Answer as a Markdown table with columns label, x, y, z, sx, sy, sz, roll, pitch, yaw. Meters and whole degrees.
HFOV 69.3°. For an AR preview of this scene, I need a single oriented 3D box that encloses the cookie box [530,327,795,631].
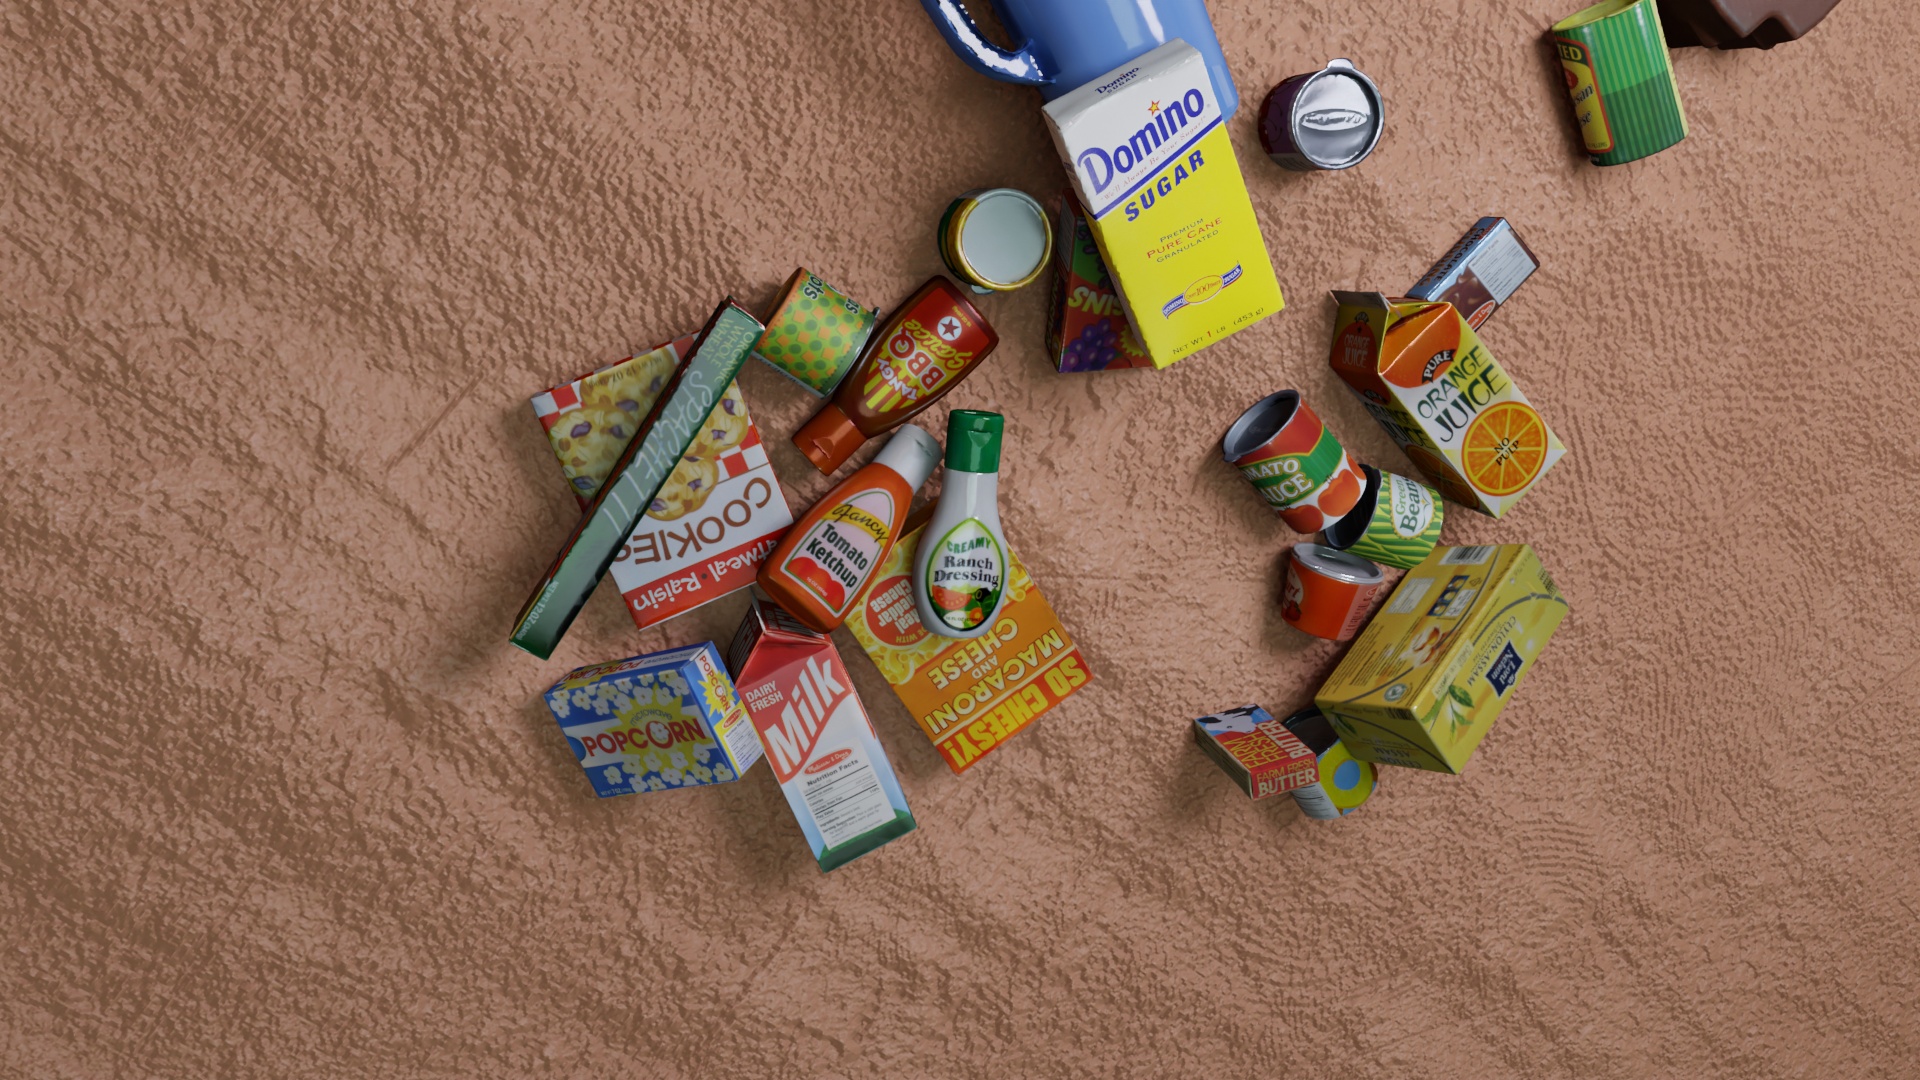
| label | x | y | z | sx | sy | sz | roll | pitch | yaw |
| --- | --- | --- | --- | --- | --- | --- | --- | --- | --- |
| cookie box | -0.187 | -0.041 | 0.910 | 0.123 | 0.040 | 0.167 | -23 | 106 | -6 |

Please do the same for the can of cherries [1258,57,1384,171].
| label | x | y | z | sx | sy | sz | roll | pitch | yaw |
| --- | --- | --- | --- | --- | --- | --- | --- | --- | --- |
| can of cherries | 0.243 | -0.286 | 0.939 | 0.071 | 0.058 | 0.071 | -3 | 104 | -11 |

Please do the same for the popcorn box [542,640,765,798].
| label | x | y | z | sx | sy | sz | roll | pitch | yaw |
| --- | --- | --- | --- | --- | --- | --- | --- | --- | --- |
| popcorn box | -0.200 | 0.119 | 0.909 | 0.126 | 0.038 | 0.085 | -13 | 110 | 30 |

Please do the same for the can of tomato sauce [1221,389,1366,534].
| label | x | y | z | sx | sy | sz | roll | pitch | yaw |
| --- | --- | --- | --- | --- | --- | --- | --- | --- | --- |
| can of tomato sauce | 0.236 | -0.054 | 0.987 | 0.071 | 0.071 | 0.083 | -45 | 109 | 1 |

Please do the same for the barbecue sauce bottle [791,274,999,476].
| label | x | y | z | sx | sy | sz | roll | pitch | yaw |
| --- | --- | --- | --- | --- | --- | --- | --- | --- | --- |
| barbecue sauce bottle | -0.047 | -0.105 | 0.923 | 0.148 | 0.044 | 0.065 | -43 | 101 | 0 |

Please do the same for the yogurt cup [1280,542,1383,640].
| label | x | y | z | sx | sy | sz | roll | pitch | yaw |
| --- | --- | --- | --- | --- | --- | --- | --- | --- | --- |
| yogurt cup | 0.269 | 0.038 | 1.019 | 0.072 | 0.072 | 0.053 | 9 | 109 | -14 |

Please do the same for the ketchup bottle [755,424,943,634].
| label | x | y | z | sx | sy | sz | roll | pitch | yaw |
| --- | --- | --- | --- | --- | --- | --- | --- | --- | --- |
| ketchup bottle | -0.067 | -0.012 | 0.915 | 0.064 | 0.043 | 0.149 | 43 | 66 | -14 |

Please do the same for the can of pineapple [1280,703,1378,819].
| label | x | y | z | sx | sy | sz | roll | pitch | yaw |
| --- | --- | --- | --- | --- | --- | --- | --- | --- | --- |
| can of pineapple | 0.274 | 0.166 | 1.048 | 0.071 | 0.071 | 0.057 | -36 | 108 | -2 |

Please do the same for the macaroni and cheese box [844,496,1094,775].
| label | x | y | z | sx | sy | sz | roll | pitch | yaw |
| --- | --- | --- | --- | --- | --- | --- | --- | --- | --- |
| macaroni and cheese box | -0.001 | 0.062 | 0.975 | 0.124 | 0.040 | 0.166 | -35 | 107 | -3 |

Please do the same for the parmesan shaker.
| label | x | y | z | sx | sy | sz | roll | pitch | yaw |
| --- | --- | --- | --- | --- | --- | --- | --- | --- | --- |
| parmesan shaker | 0.463 | -0.322 | 0.973 | 0.071 | 0.071 | 0.102 | -27 | 108 | -5 |

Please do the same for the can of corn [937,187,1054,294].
| label | x | y | z | sx | sy | sz | roll | pitch | yaw |
| --- | --- | --- | --- | --- | --- | --- | --- | --- | --- |
| can of corn | 0.023 | -0.195 | 0.910 | 0.071 | 0.058 | 0.071 | -3 | 103 | -12 |

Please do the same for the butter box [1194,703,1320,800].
| label | x | y | z | sx | sy | sz | roll | pitch | yaw |
| --- | --- | --- | --- | --- | --- | --- | --- | --- | --- |
| butter box | 0.214 | 0.153 | 1.011 | 0.053 | 0.104 | 0.024 | -14 | 107 | -10 |

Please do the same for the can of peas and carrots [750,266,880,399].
| label | x | y | z | sx | sy | sz | roll | pitch | yaw |
| --- | --- | --- | --- | --- | --- | --- | --- | --- | --- |
| can of peas and carrots | -0.095 | -0.136 | 0.894 | 0.058 | 0.071 | 0.071 | 32 | 95 | -17 |

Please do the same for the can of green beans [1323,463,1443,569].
| label | x | y | z | sx | sy | sz | roll | pitch | yaw |
| --- | --- | --- | --- | --- | --- | --- | --- | --- | --- |
| can of green beans | 0.308 | -0.017 | 1.012 | 0.058 | 0.071 | 0.071 | 16 | 99 | -16 |

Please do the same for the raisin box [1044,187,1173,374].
| label | x | y | z | sx | sy | sz | roll | pitch | yaw |
| --- | --- | --- | --- | --- | --- | --- | --- | --- | --- |
| raisin box | 0.106 | -0.172 | 0.917 | 0.086 | 0.040 | 0.122 | -7 | 135 | -12 |

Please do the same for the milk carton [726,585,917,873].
| label | x | y | z | sx | sy | sz | roll | pitch | yaw |
| --- | --- | --- | --- | --- | --- | --- | --- | --- | --- |
| milk carton | -0.103 | 0.121 | 0.949 | 0.073 | 0.072 | 0.190 | -25 | 108 | -7 |

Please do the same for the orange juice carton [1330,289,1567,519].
| label | x | y | z | sx | sy | sz | roll | pitch | yaw |
| --- | --- | --- | --- | --- | --- | --- | --- | --- | --- |
| orange juice carton | 0.337 | -0.110 | 0.994 | 0.073 | 0.072 | 0.192 | -45 | 108 | 0 |

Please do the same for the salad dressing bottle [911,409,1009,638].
| label | x | y | z | sx | sy | sz | roll | pitch | yaw |
| --- | --- | --- | --- | --- | --- | --- | --- | --- | --- |
| salad dressing bottle | 0.003 | -0.011 | 0.915 | 0.064 | 0.044 | 0.147 | 3 | 100 | -12 |

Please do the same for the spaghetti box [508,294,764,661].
| label | x | y | z | sx | sy | sz | roll | pitch | yaw |
| --- | --- | --- | --- | --- | --- | --- | --- | --- | --- |
| spaghetti box | -0.200 | -0.039 | 0.858 | 0.028 | 0.050 | 0.250 | 33 | 94 | -18 |

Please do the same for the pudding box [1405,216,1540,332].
| label | x | y | z | sx | sy | sz | roll | pitch | yaw |
| --- | --- | --- | --- | --- | --- | --- | --- | --- | --- |
| pudding box | 0.371 | -0.188 | 1.005 | 0.083 | 0.030 | 0.049 | -46 | 109 | 1 |
